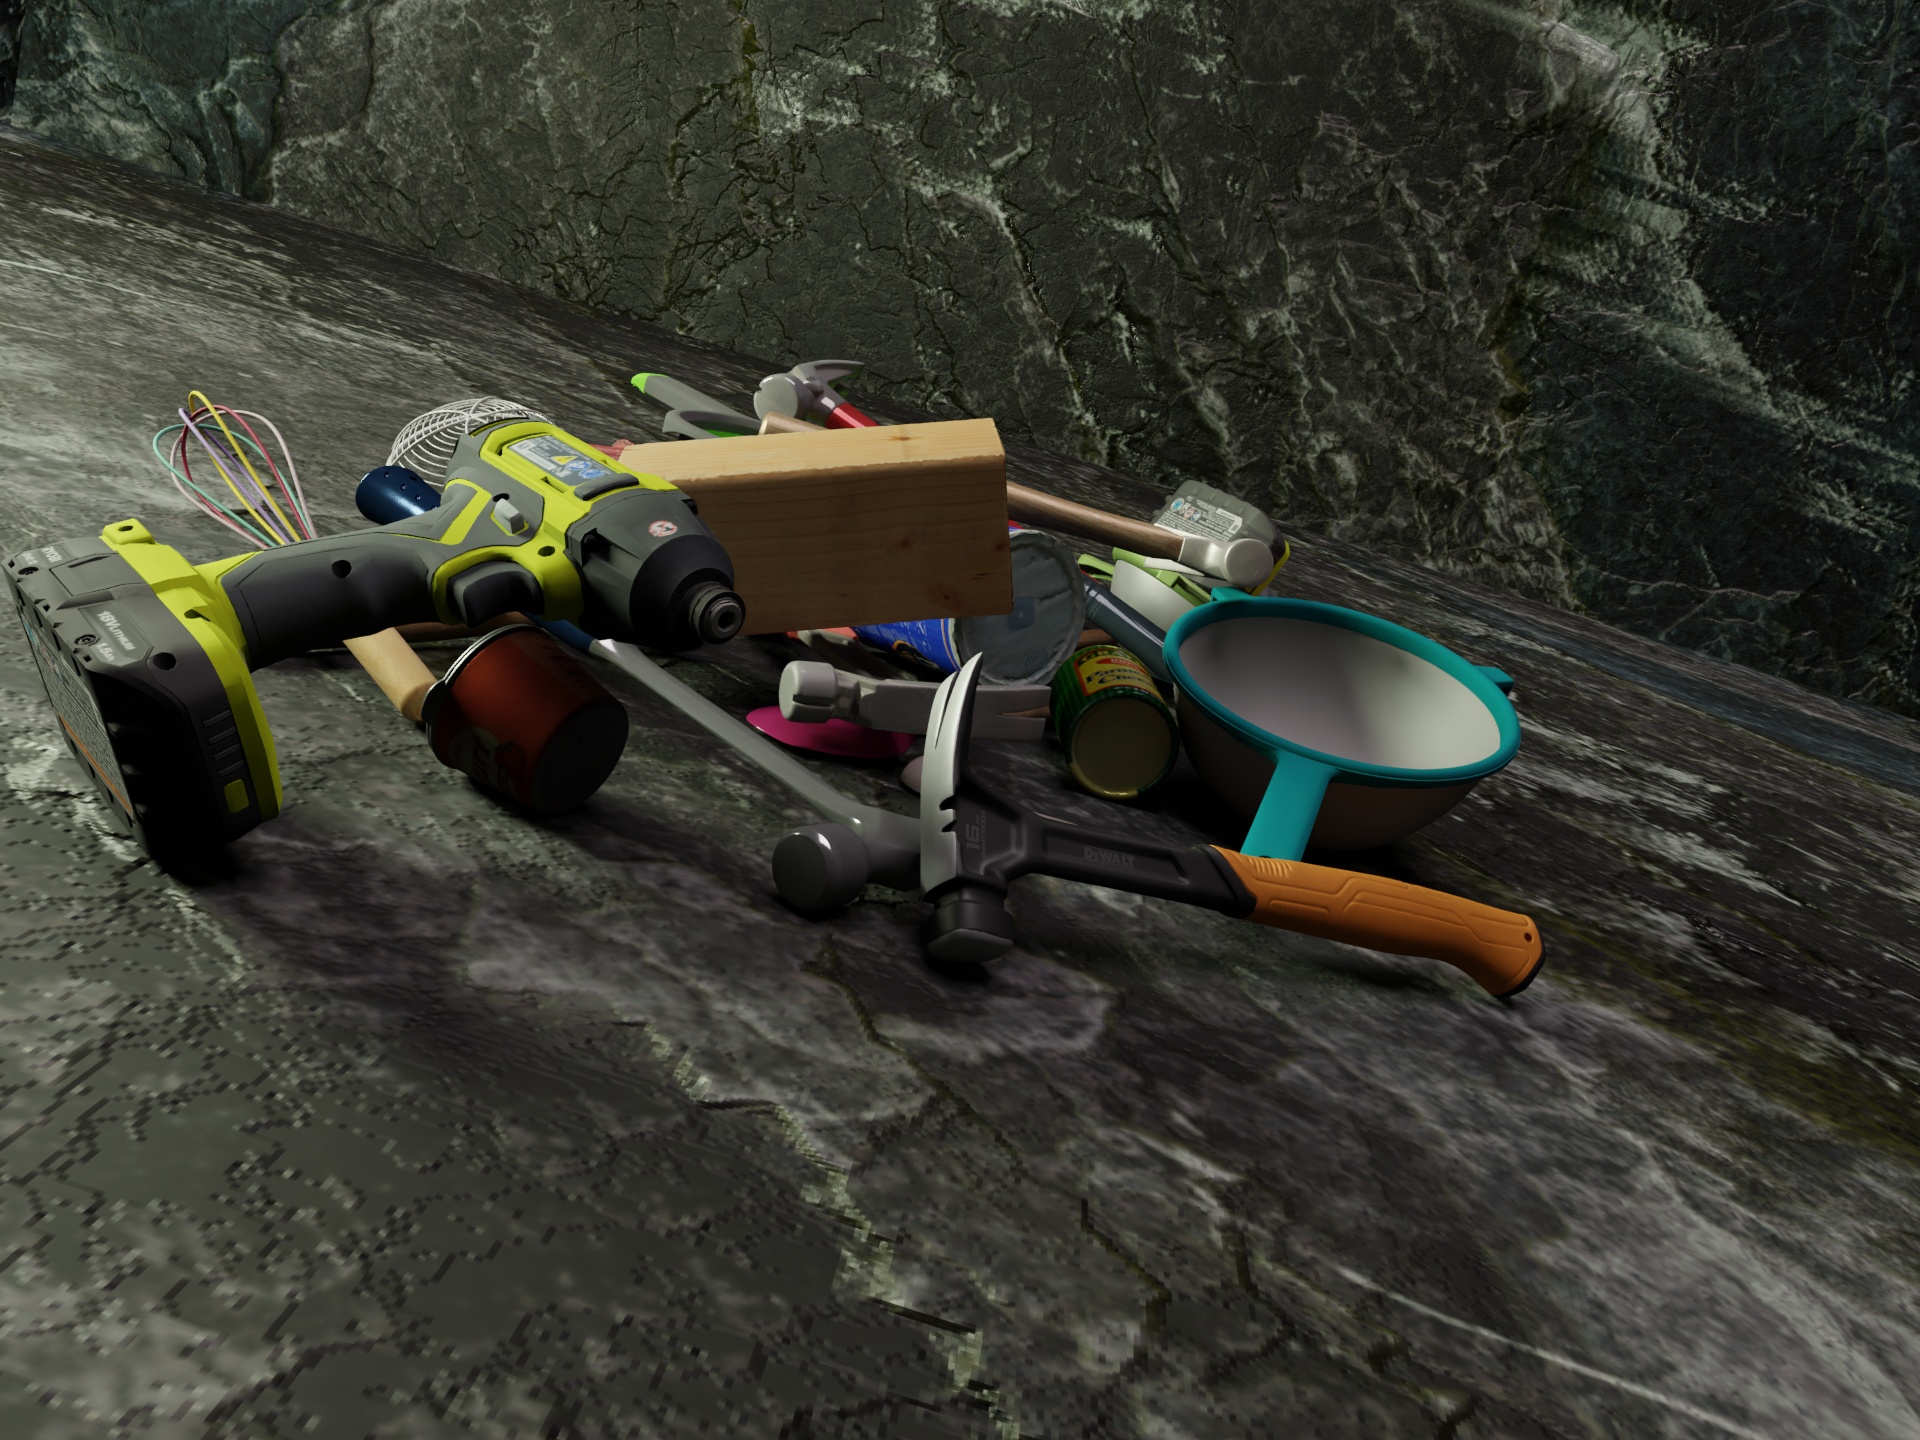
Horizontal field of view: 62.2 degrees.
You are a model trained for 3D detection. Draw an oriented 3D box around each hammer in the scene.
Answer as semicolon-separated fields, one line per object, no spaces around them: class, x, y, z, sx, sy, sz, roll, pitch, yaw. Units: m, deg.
hammer;0.032;-0.143;1.032;0.331;0.031;0.130;15;5;-3
hammer;-0.159;-0.030;0.772;0.406;0.035;0.144;32;20;30
hammer;-0.087;-0.061;0.974;0.149;0.036;0.359;4;16;-26
hammer;0.133;0.069;0.712;0.336;0.034;0.127;15;59;-27
hammer;0.036;-0.135;1.138;0.386;0.038;0.143;37;26;7

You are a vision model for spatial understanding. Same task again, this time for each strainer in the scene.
strainer;0.193;0.041;0.899;0.211;0.095;0.340;19;32;14
strainer;0.141;-0.080;1.264;0.151;0.069;0.257;37;0;-28

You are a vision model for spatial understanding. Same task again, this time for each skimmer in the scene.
skimmer;-0.297;-0.180;1.228;0.127;0.090;0.363;19;5;15

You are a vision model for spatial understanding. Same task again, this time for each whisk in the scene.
whisk;-0.312;-0.082;0.747;0.245;0.047;0.051;43;27;28

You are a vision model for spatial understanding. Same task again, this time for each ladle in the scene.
ladle;-0.244;-0.054;0.845;0.069;0.031;0.315;27;19;25

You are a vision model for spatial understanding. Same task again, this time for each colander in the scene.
colander;-0.181;-0.197;1.284;0.204;0.094;0.397;5;19;-38

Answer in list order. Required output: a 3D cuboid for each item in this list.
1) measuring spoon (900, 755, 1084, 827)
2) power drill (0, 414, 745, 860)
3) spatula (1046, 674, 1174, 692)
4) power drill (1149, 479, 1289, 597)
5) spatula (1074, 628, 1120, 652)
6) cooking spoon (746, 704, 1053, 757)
measuring spoon;0.030;0.042;0.817;0.124;0.018;0.034;19;15;2
power drill;-0.203;-0.041;0.579;0.223;0.080;0.171;-26;40;-34
spatula;0.030;-0.073;1.128;0.082;0.044;0.318;16;14;-37
power drill;0.258;-0.082;1.278;0.228;0.080;0.191;40;0;-34
spatula;0.082;-0.061;1.242;0.060;0.018;0.316;27;18;28
cooking spoon;-0.001;-0.003;0.941;0.069;0.017;0.318;27;19;34
